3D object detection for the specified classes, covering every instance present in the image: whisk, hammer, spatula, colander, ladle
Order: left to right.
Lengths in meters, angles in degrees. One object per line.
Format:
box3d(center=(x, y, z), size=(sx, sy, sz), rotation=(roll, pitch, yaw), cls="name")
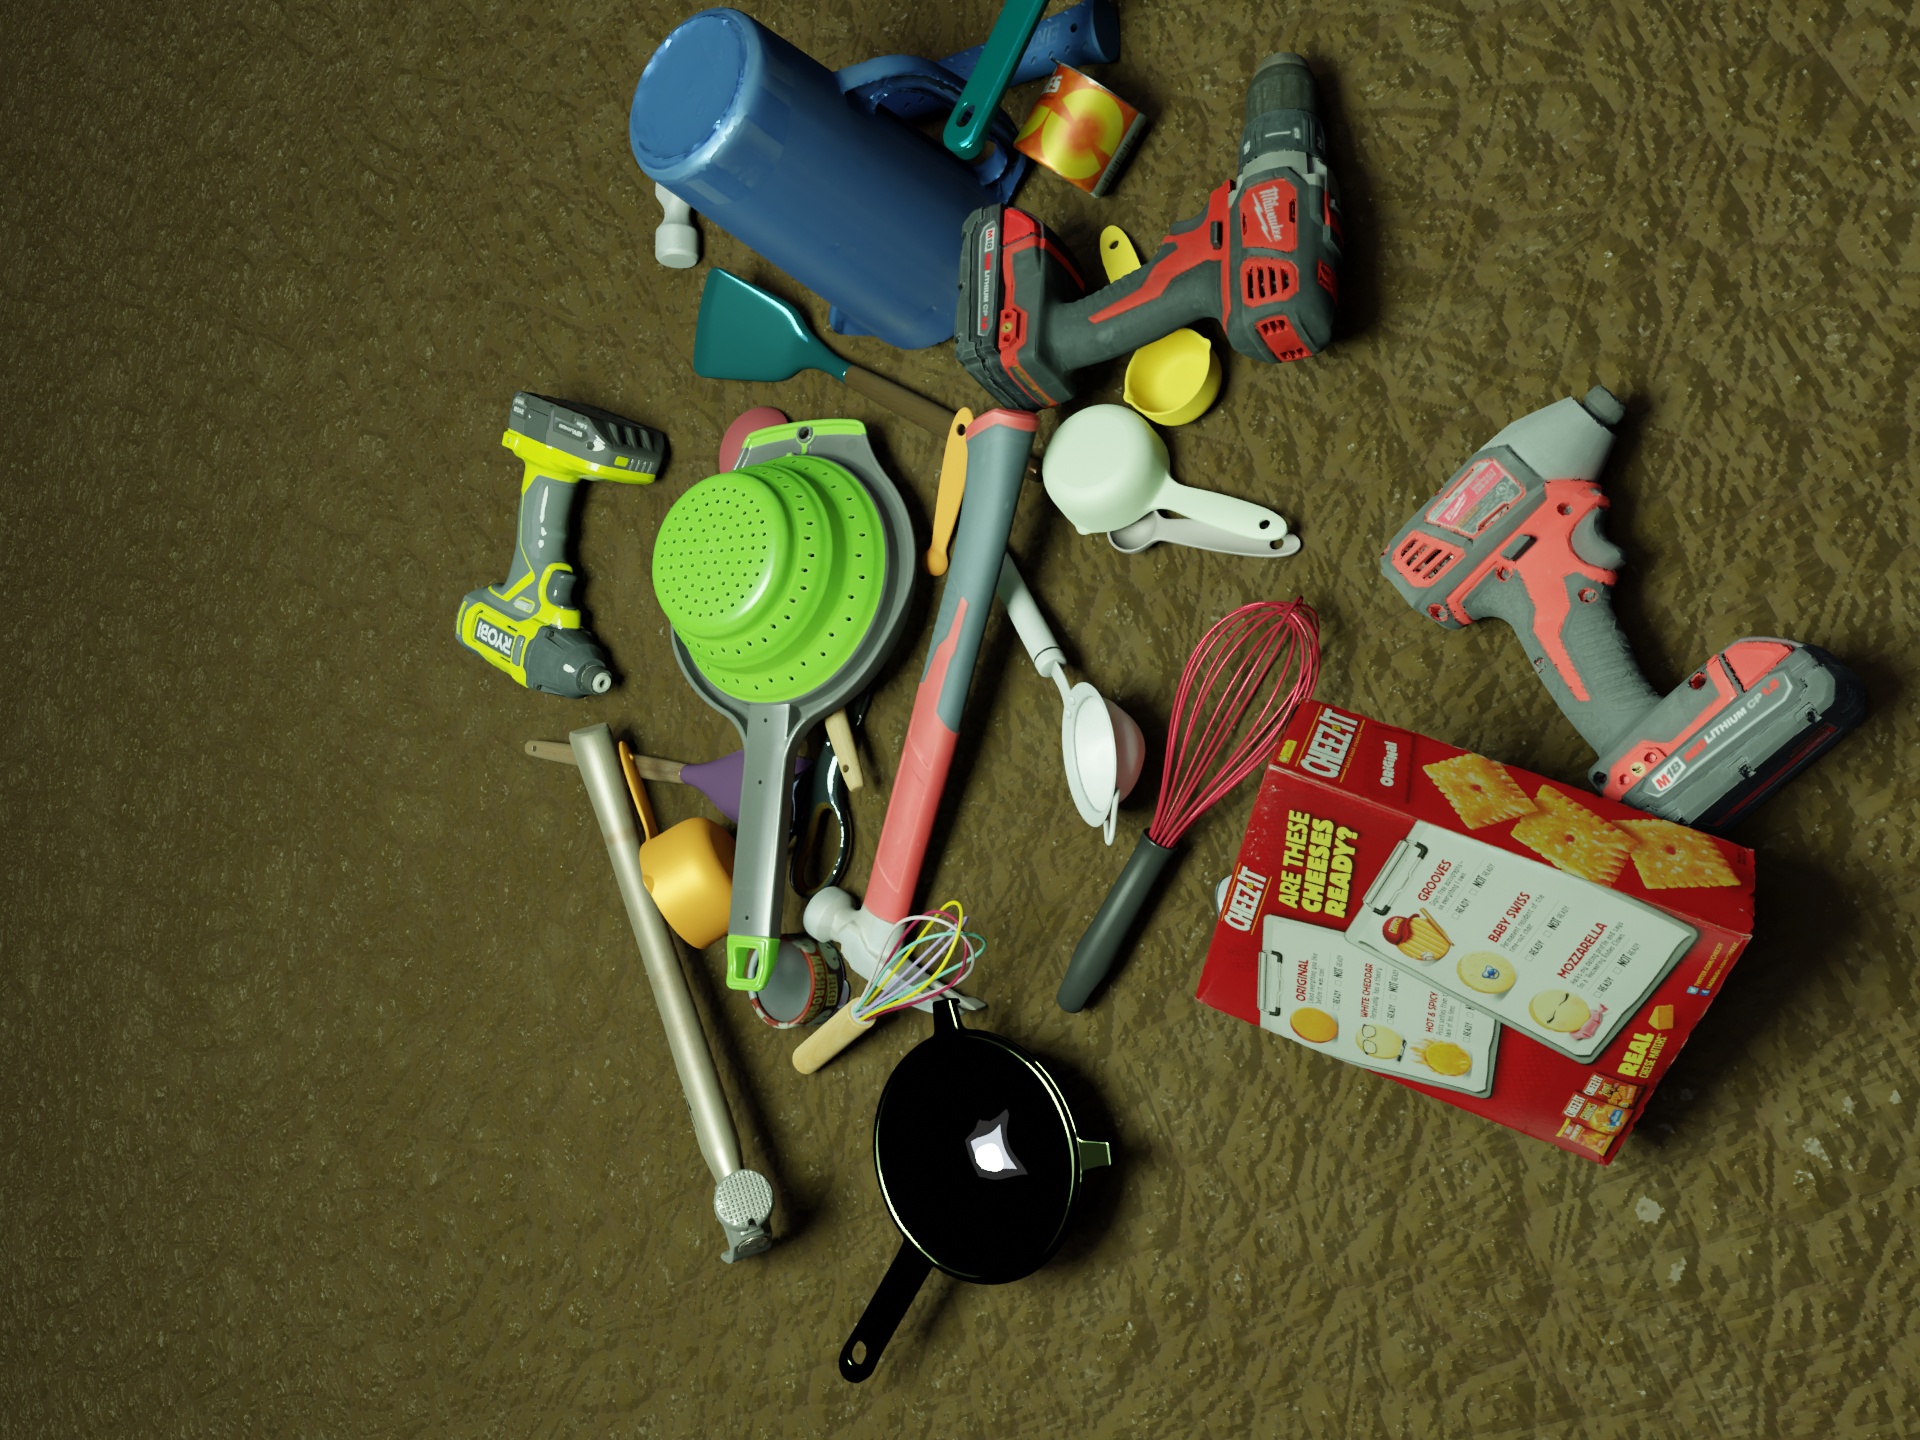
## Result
box3d(center=(-0.228, 0.040, 1.219), size=(0.316, 0.018, 0.060), rotation=(8, 89, 36), cls="spatula")
box3d(center=(-0.214, 0.185, 1.152), size=(0.146, 0.038, 0.411), rotation=(104, 146, -59), cls="hammer")
box3d(center=(-0.144, -0.022, 1.059), size=(0.204, 0.094, 0.397), rotation=(-1, 80, 30), cls="colander")
box3d(center=(-0.118, -0.093, 1.131), size=(0.069, 0.031, 0.316), rotation=(-30, 67, 28), cls="ladle")
box3d(center=(-0.070, -0.437, 1.131), size=(0.405, 0.035, 0.144), rotation=(-4, 84, 36), cls="hammer")
box3d(center=(-0.066, -0.229, 1.106), size=(0.318, 0.044, 0.082), rotation=(32, 120, 32), cls="spatula")
box3d(center=(-0.052, 0.178, 1.027), size=(0.245, 0.051, 0.047), rotation=(-47, 53, 48), cls="whisk")
box3d(center=(-0.002, -0.003, 1.008), size=(0.143, 0.038, 0.386), rotation=(27, 112, 34), cls="hammer")
box3d(center=(0.126, 0.054, 0.933), size=(0.073, 0.073, 0.295), rotation=(40, 114, 32), cls="whisk")

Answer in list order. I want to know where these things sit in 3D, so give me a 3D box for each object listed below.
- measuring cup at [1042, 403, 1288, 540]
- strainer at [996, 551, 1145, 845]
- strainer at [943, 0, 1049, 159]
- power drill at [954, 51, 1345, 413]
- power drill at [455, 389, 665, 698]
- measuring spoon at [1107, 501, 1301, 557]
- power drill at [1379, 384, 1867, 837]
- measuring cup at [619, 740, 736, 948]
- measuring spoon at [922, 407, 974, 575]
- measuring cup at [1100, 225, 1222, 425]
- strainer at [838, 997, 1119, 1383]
box3d(center=(0.119, -0.142, 0.950), size=(0.168, 0.038, 0.083), rotation=(26, 85, 37), cls="measuring cup")
box3d(center=(0.061, -0.031, 0.986), size=(0.086, 0.050, 0.259), rotation=(105, 148, -49), cls="strainer")
box3d(center=(0.094, -0.484, 0.963), size=(0.211, 0.095, 0.340), rotation=(32, 98, 36), cls="strainer")
box3d(center=(0.114, -0.284, 0.939), size=(0.227, 0.080, 0.188), rotation=(-8, 68, 31), cls="power drill")
box3d(center=(-0.316, -0.136, 1.266), size=(0.171, 0.080, 0.223), rotation=(25, 105, 36), cls="power drill")
box3d(center=(0.147, -0.109, 0.959), size=(0.124, 0.018, 0.034), rotation=(11, 77, 30), cls="measuring spoon")
box3d(center=(0.324, -0.057, 0.786), size=(0.143, 0.078, 0.220), rotation=(-48, 58, 23), cls="power drill")
box3d(center=(-0.199, 0.078, 1.151), size=(0.052, 0.095, 0.174), rotation=(-29, 67, 8), cls="measuring cup")
box3d(center=(-0.009, -0.152, 1.061), size=(0.021, 0.011, 0.117), rotation=(26, 115, 30), cls="measuring spoon")
box3d(center=(0.119, -0.247, 0.988), size=(0.062, 0.029, 0.157), rotation=(-31, 57, 25), cls="measuring cup")
box3d(center=(0.000, 0.309, 0.996), size=(0.152, 0.069, 0.256), rotation=(37, 108, 30), cls="strainer")
